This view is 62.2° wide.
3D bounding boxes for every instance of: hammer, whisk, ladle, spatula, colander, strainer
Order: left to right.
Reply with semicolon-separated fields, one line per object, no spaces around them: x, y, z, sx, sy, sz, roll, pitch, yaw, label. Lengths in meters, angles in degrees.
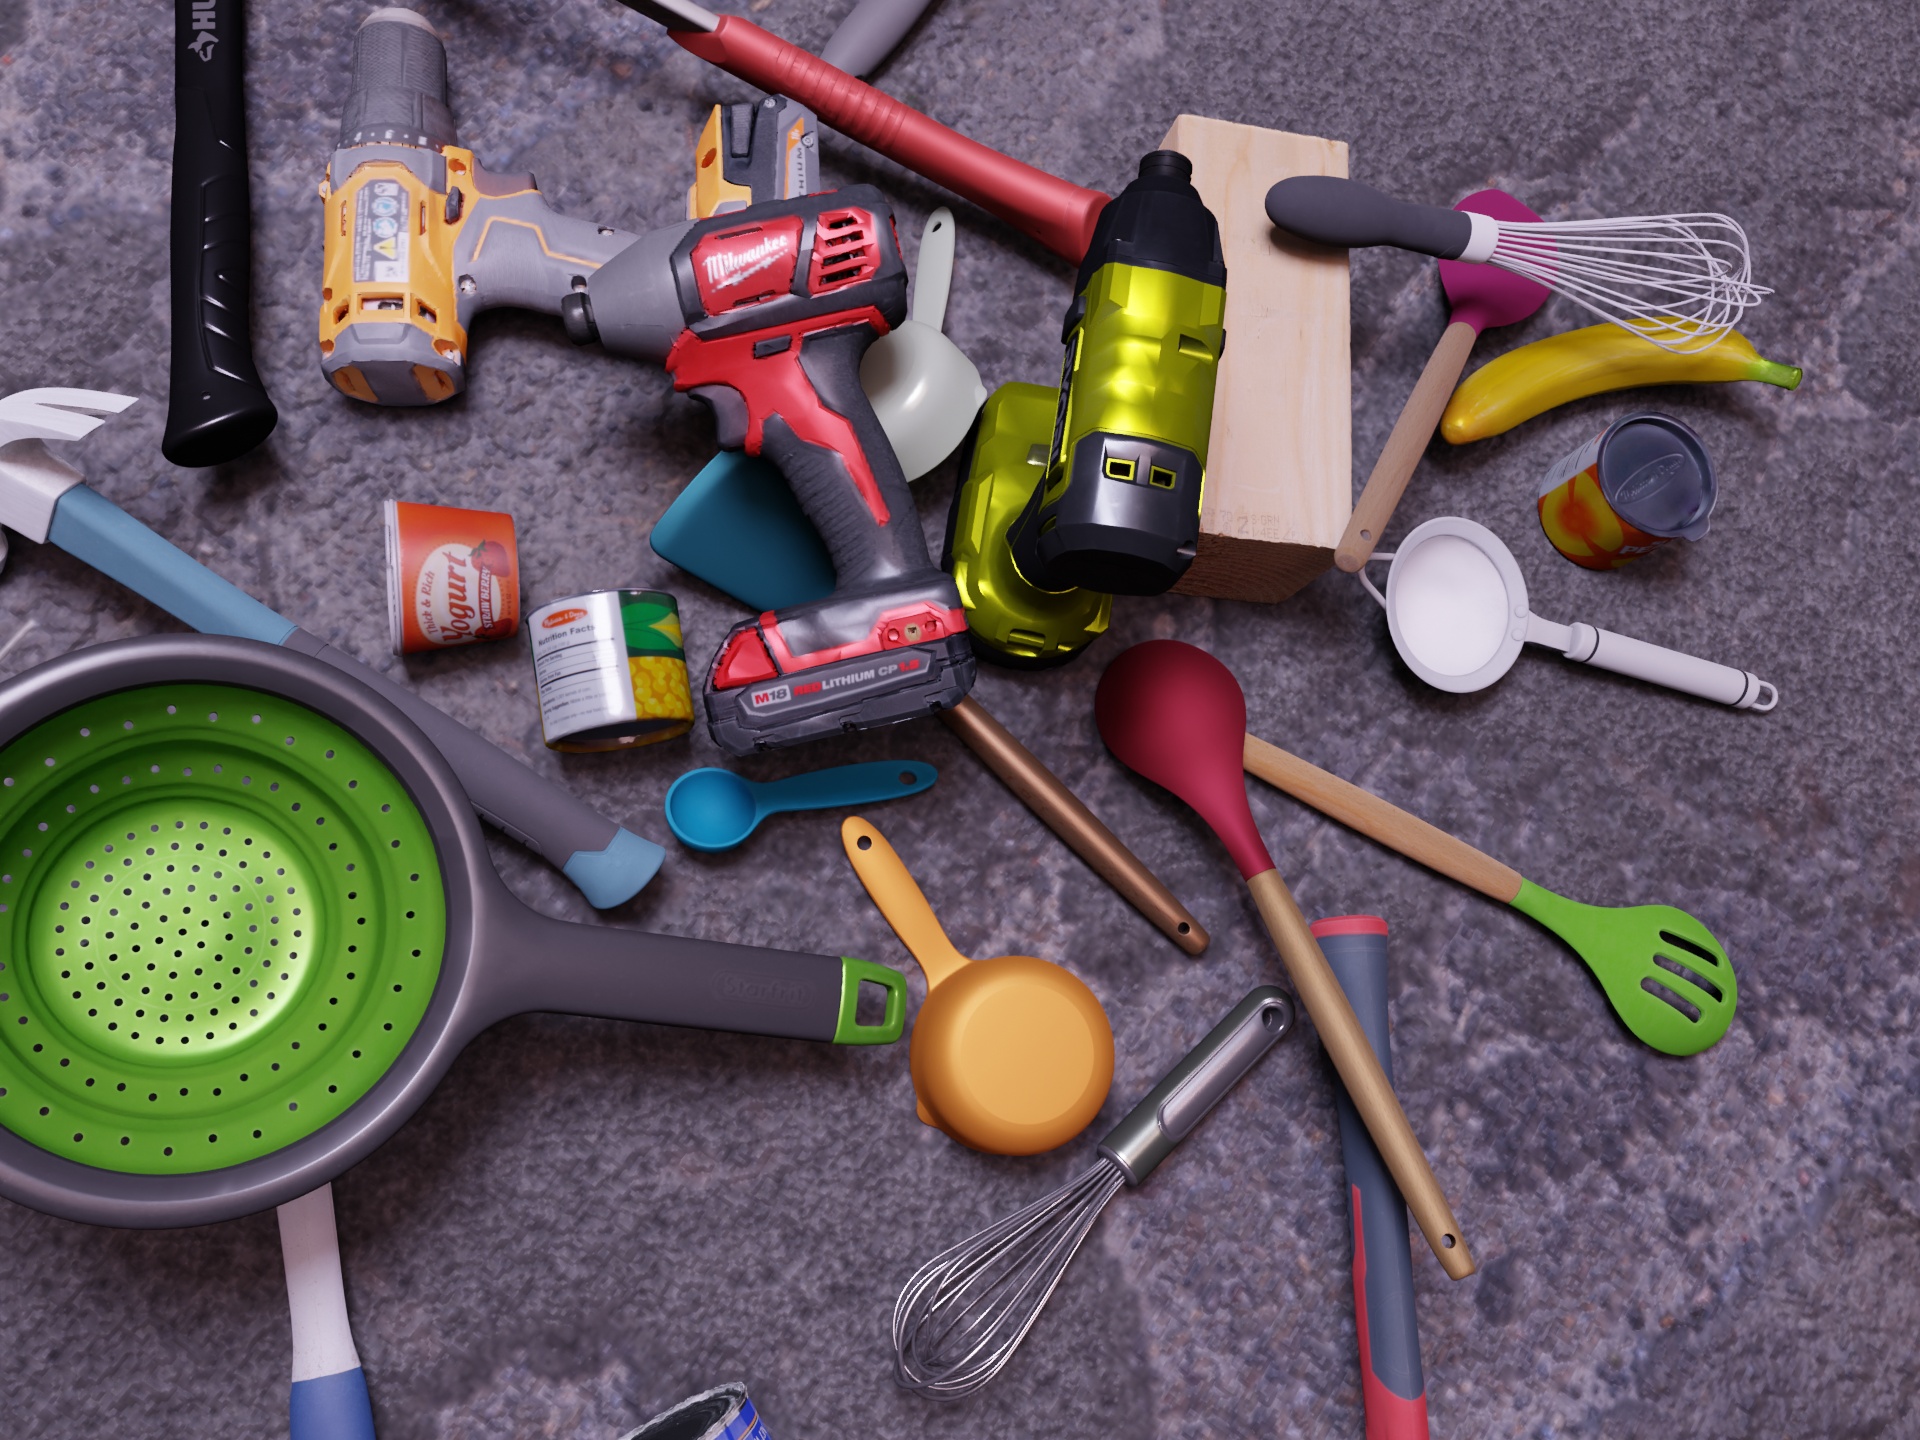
-0.343;-0.268;0.715;0.146;0.035;0.335;-5;72;-11;hammer
-0.260;0.250;0.633;0.144;0.035;0.406;-9;80;-13;hammer
-0.272;-0.020;0.667;0.331;0.128;0.033;34;40;-9;hammer
-0.213;0.092;0.623;0.396;0.094;0.205;12;75;-27;colander
-0.092;-0.309;0.756;0.359;0.149;0.037;24;88;-14;hammer
-0.001;-0.002;0.733;0.317;0.044;0.082;44;89;-1;spatula
0.000;-0.407;0.822;0.055;0.055;0.239;38;78;-1;whisk
0.064;0.201;0.699;0.246;0.059;0.057;-40;99;-21;whisk
0.143;0.093;0.703;0.069;0.031;0.316;-24;68;0;ladle
0.187;0.273;0.668;0.038;0.143;0.386;1;73;-8;hammer
0.271;-0.225;0.759;0.284;0.070;0.070;3;77;-21;whisk
0.303;-0.040;0.801;0.258;0.050;0.087;14;81;-13;strainer

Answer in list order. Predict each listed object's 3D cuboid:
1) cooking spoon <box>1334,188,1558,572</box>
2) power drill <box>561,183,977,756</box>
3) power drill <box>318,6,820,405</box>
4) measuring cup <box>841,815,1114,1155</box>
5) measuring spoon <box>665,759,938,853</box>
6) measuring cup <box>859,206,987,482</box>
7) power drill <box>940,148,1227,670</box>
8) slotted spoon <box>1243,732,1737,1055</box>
0.239;-0.176;0.781;0.069;0.017;0.319;35;55;-2;cooking spoon
-0.077;-0.103;0.669;0.143;0.078;0.219;-13;96;-2;power drill
-0.179;-0.241;0.737;0.226;0.084;0.185;-2;78;-6;power drill
0.001;0.112;0.702;0.095;0.052;0.173;-33;87;-15;measuring cup
-0.072;0.038;0.727;0.128;0.021;0.042;-8;57;-21;measuring spoon
-0.027;-0.191;0.759;0.038;0.083;0.168;37;51;-46;measuring cup
0.053;-0.118;0.675;0.080;0.223;0.171;11;76;-8;power drill
0.245;0.072;0.772;0.313;0.031;0.070;28;73;-2;slotted spoon
